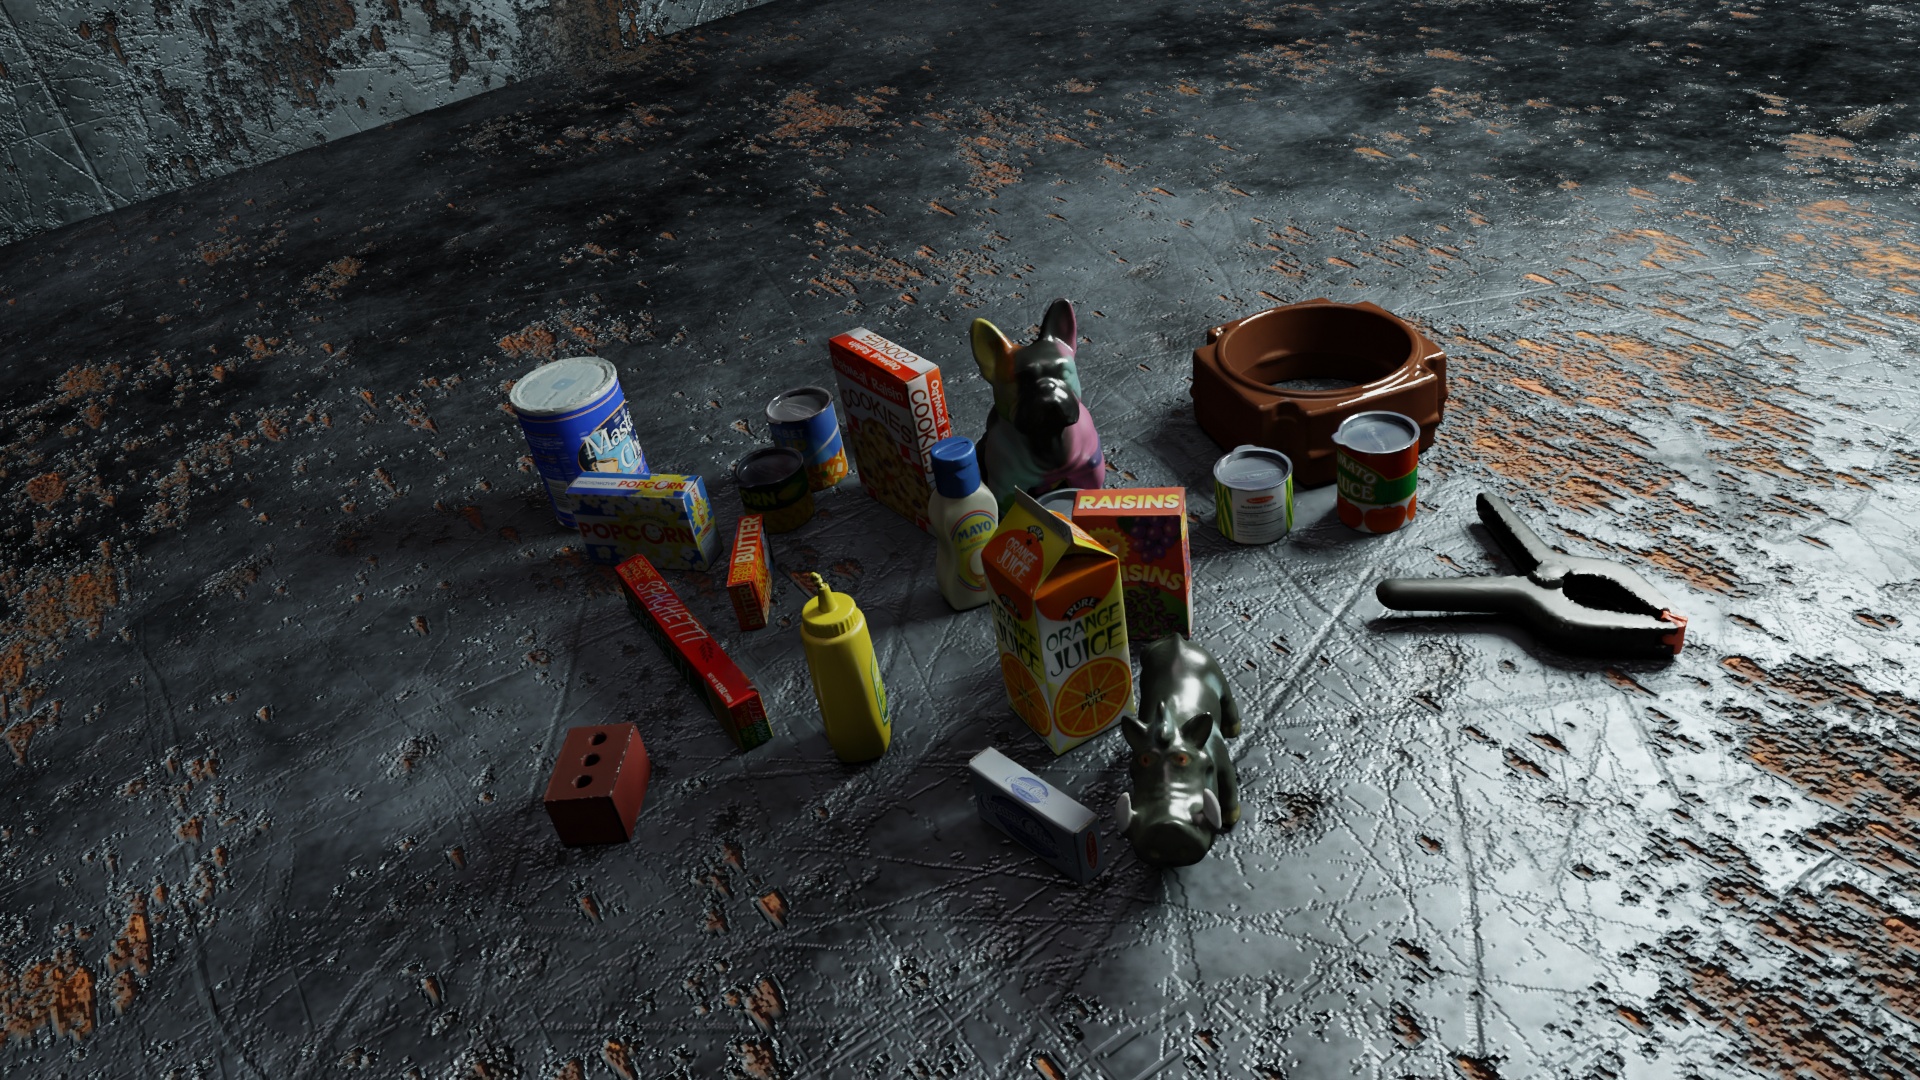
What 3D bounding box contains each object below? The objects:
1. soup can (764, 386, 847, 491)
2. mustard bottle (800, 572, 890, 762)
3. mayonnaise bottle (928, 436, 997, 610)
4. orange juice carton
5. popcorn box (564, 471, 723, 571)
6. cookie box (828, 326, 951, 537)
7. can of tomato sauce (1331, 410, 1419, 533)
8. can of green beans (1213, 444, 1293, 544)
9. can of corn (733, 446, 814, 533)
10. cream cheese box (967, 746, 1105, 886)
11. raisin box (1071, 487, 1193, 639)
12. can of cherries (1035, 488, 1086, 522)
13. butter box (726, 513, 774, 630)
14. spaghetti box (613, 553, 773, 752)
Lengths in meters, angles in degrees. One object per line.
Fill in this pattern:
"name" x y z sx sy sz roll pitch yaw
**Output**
"soup can" -0.152 -0.098 1.362 0.071 0.083 0.072 -7 35 5
"mustard bottle" -0.086 0.089 1.016 0.049 0.159 0.065 -11 35 0
"mayonnaise bottle" 0.004 -0.014 1.148 0.065 0.147 0.041 -22 36 -15
"orange juice carton" 0.069 0.053 0.997 0.073 0.191 0.072 -25 37 -19
"popcorn box" -0.292 -0.018 1.285 0.127 0.084 0.038 3 37 18
"cookie box" -0.057 -0.099 1.265 0.040 0.166 0.123 -30 39 -26
"can of tomato sauce" 0.350 -0.057 1.173 0.071 0.082 0.071 -7 35 5
"can of green beans" 0.252 -0.038 1.195 0.071 0.057 0.071 -7 35 5
"can of corn" -0.178 -0.046 1.318 0.071 0.058 0.071 -7 35 5
"cream cheese box" 0.050 0.185 0.937 0.024 0.053 0.104 -34 41 -29
"raisin box" 0.136 0.019 1.088 0.086 0.122 0.040 0 36 15
"can of cherries" 0.094 -0.002 1.184 0.071 0.058 0.072 -7 35 5
"butter box" -0.183 0.027 1.221 0.024 0.052 0.104 -8 35 4
"spaghetti box" -0.225 0.087 1.150 0.029 0.050 0.251 -27 38 -22
